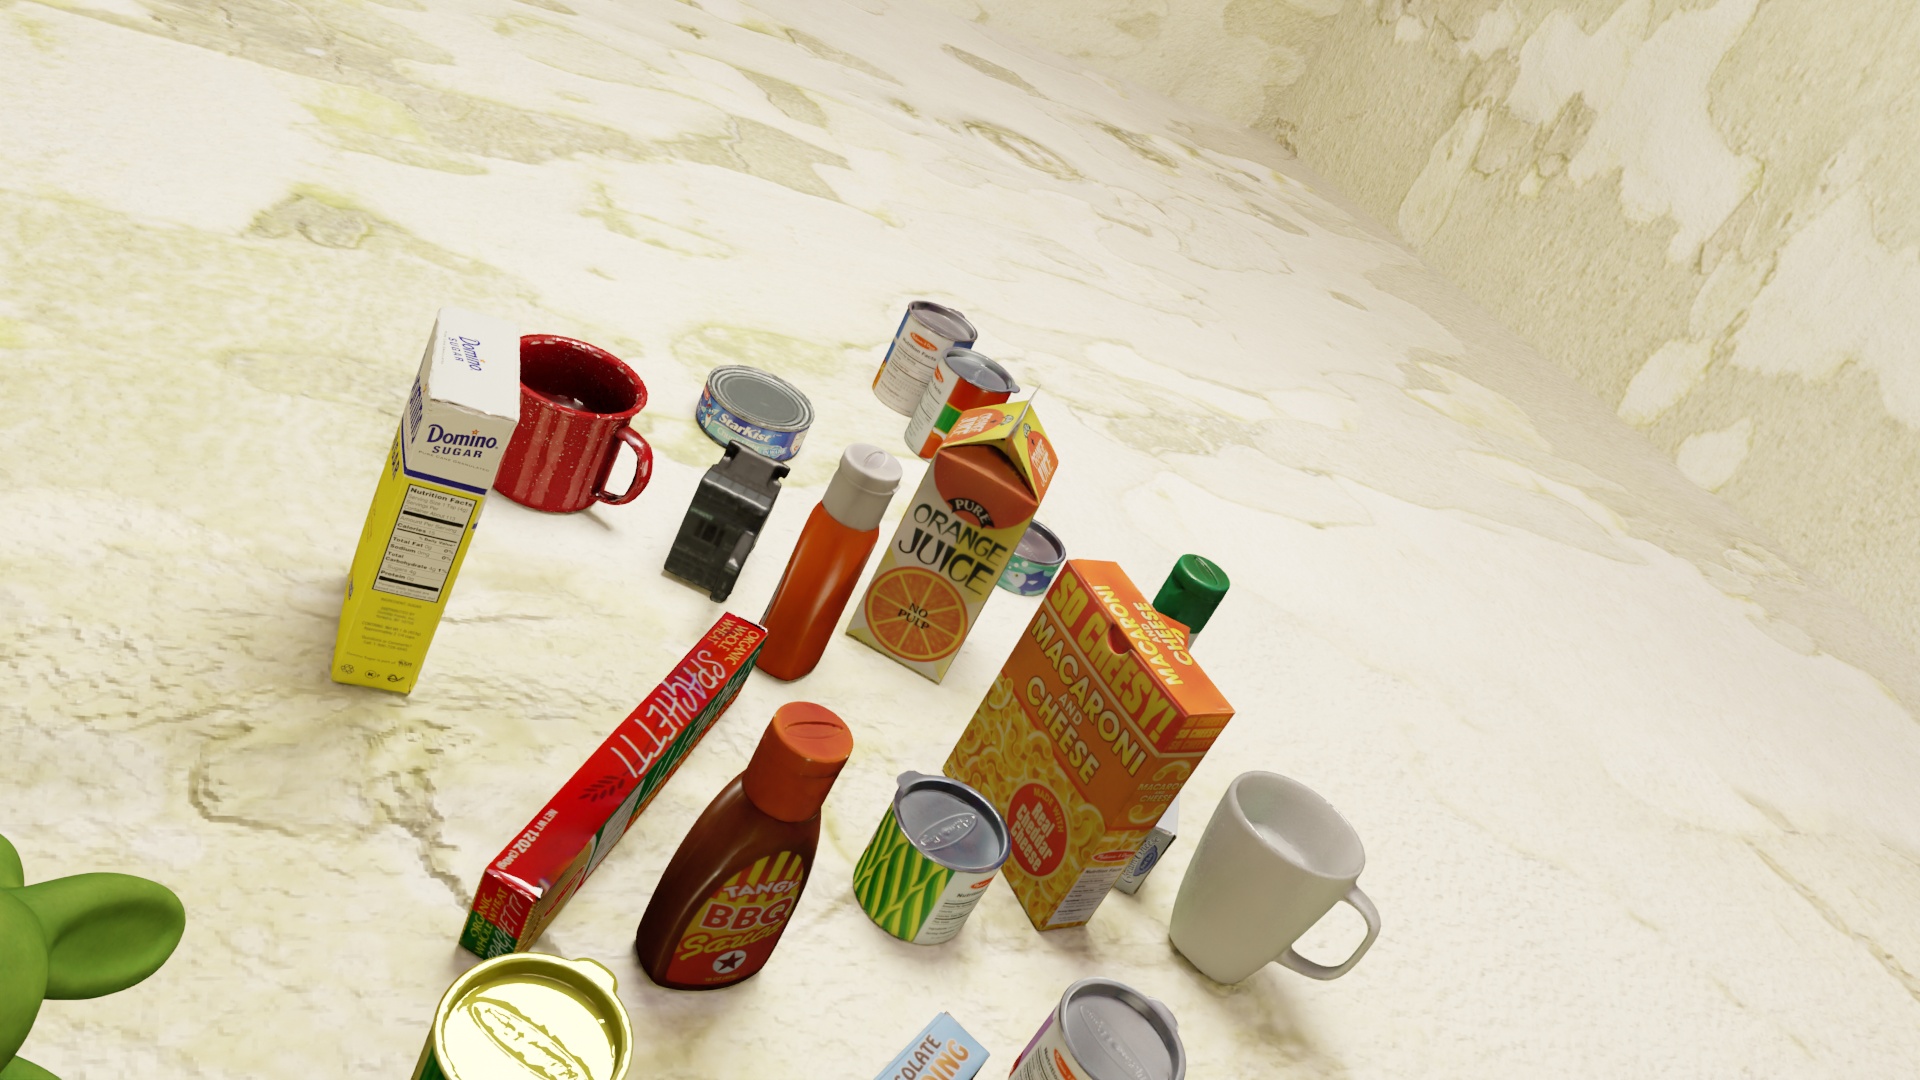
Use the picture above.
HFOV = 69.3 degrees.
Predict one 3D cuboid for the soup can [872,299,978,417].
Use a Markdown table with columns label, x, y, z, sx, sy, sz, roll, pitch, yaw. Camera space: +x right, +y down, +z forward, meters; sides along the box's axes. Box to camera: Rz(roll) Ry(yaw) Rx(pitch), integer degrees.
| label | x | y | z | sx | sy | sz | roll | pitch | yaw |
| --- | --- | --- | --- | --- | --- | --- | --- | --- | --- |
| soup can | -0.030 | -0.158 | 1.214 | 0.071 | 0.083 | 0.072 | 21 | 29 | -12 |

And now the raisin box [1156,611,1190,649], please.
| label | x | y | z | sx | sy | sz | roll | pitch | yaw |
| --- | --- | --- | --- | --- | --- | --- | --- | --- | --- |
| raisin box | 0.074 | 0.089 | 0.858 | 0.086 | 0.122 | 0.040 | 27 | 28 | -2 |

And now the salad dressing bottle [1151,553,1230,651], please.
| label | x | y | z | sx | sy | sz | roll | pitch | yaw |
| --- | --- | --- | --- | --- | --- | --- | --- | --- | --- |
| salad dressing bottle | 0.122 | 0.075 | 0.897 | 0.044 | 0.147 | 0.064 | 9 | 33 | -31 |

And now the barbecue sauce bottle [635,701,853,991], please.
| label | x | y | z | sx | sy | sz | roll | pitch | yaw |
| --- | --- | --- | --- | --- | --- | --- | --- | --- | --- |
| barbecue sauce bottle | -0.091 | 0.135 | 0.611 | 0.065 | 0.147 | 0.044 | 5 | 36 | -37 |

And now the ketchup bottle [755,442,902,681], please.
| label | x | y | z | sx | sy | sz | roll | pitch | yaw |
| --- | --- | --- | --- | --- | --- | --- | --- | --- | --- |
| ketchup bottle | -0.078 | 0.012 | 0.825 | 0.043 | 0.148 | 0.065 | 29 | 28 | 2 |

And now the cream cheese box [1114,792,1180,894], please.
| label | x | y | z | sx | sy | sz | roll | pitch | yaw |
| --- | --- | --- | --- | --- | --- | --- | --- | --- | --- |
| cream cheese box | 0.111 | 0.161 | 0.845 | 0.024 | 0.053 | 0.104 | 27 | 28 | -3 |

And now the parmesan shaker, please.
| label | x | y | z | sx | sy | sz | roll | pitch | yaw |
| --- | --- | --- | --- | --- | --- | --- | --- | --- | --- |
| parmesan shaker | -0.161 | 0.203 | 0.488 | 0.071 | 0.102 | 0.071 | 21 | 29 | -12 |

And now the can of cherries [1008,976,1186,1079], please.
| label | x | y | z | sx | sy | sz | roll | pitch | yaw |
| --- | --- | --- | --- | --- | --- | --- | --- | --- | --- |
| can of cherries | 0.065 | 0.250 | 0.654 | 0.071 | 0.058 | 0.072 | 21 | 29 | -12 |

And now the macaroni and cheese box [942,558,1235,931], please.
| label | x | y | z | sx | sy | sz | roll | pitch | yaw |
| --- | --- | --- | --- | --- | --- | --- | --- | --- | --- |
| macaroni and cheese box | 0.064 | 0.112 | 0.766 | 0.040 | 0.165 | 0.124 | 4 | 36 | -37 |

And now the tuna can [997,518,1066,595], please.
| label | x | y | z | sx | sy | sz | roll | pitch | yaw |
| --- | --- | --- | --- | --- | --- | --- | --- | --- | --- |
| tuna can | 0.042 | 0.010 | 1.056 | 0.071 | 0.032 | 0.071 | 21 | 29 | -12 |

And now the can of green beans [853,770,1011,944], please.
| label | x | y | z | sx | sy | sz | roll | pitch | yaw |
| --- | --- | --- | --- | --- | --- | --- | --- | --- | --- |
| can of green beans | -0.015 | 0.166 | 0.723 | 0.071 | 0.057 | 0.071 | 21 | 29 | -12 |

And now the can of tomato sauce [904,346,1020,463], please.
| label | x | y | z | sx | sy | sz | roll | pitch | yaw |
| --- | --- | --- | --- | --- | --- | --- | --- | --- | --- |
| can of tomato sauce | 0.001 | -0.108 | 1.160 | 0.071 | 0.082 | 0.071 | 21 | 29 | -12 |

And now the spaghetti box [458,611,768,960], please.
| label | x | y | z | sx | sy | sz | roll | pitch | yaw |
| --- | --- | --- | --- | --- | --- | --- | --- | --- | --- |
| spaghetti box | -0.162 | 0.112 | 0.692 | 0.029 | 0.050 | 0.251 | 29 | 28 | 2 |

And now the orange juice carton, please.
| label | x | y | z | sx | sy | sz | roll | pitch | yaw |
| --- | --- | --- | --- | --- | --- | --- | --- | --- | --- |
| orange juice carton | 0.003 | -0.011 | 0.888 | 0.073 | 0.191 | 0.072 | 29 | 28 | 1 |

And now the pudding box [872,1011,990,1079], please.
| label | x | y | z | sx | sy | sz | roll | pitch | yaw |
| --- | --- | --- | --- | --- | --- | --- | --- | --- | --- |
| pudding box | -0.027 | 0.244 | 0.592 | 0.030 | 0.049 | 0.084 | 38 | 30 | 17 |
